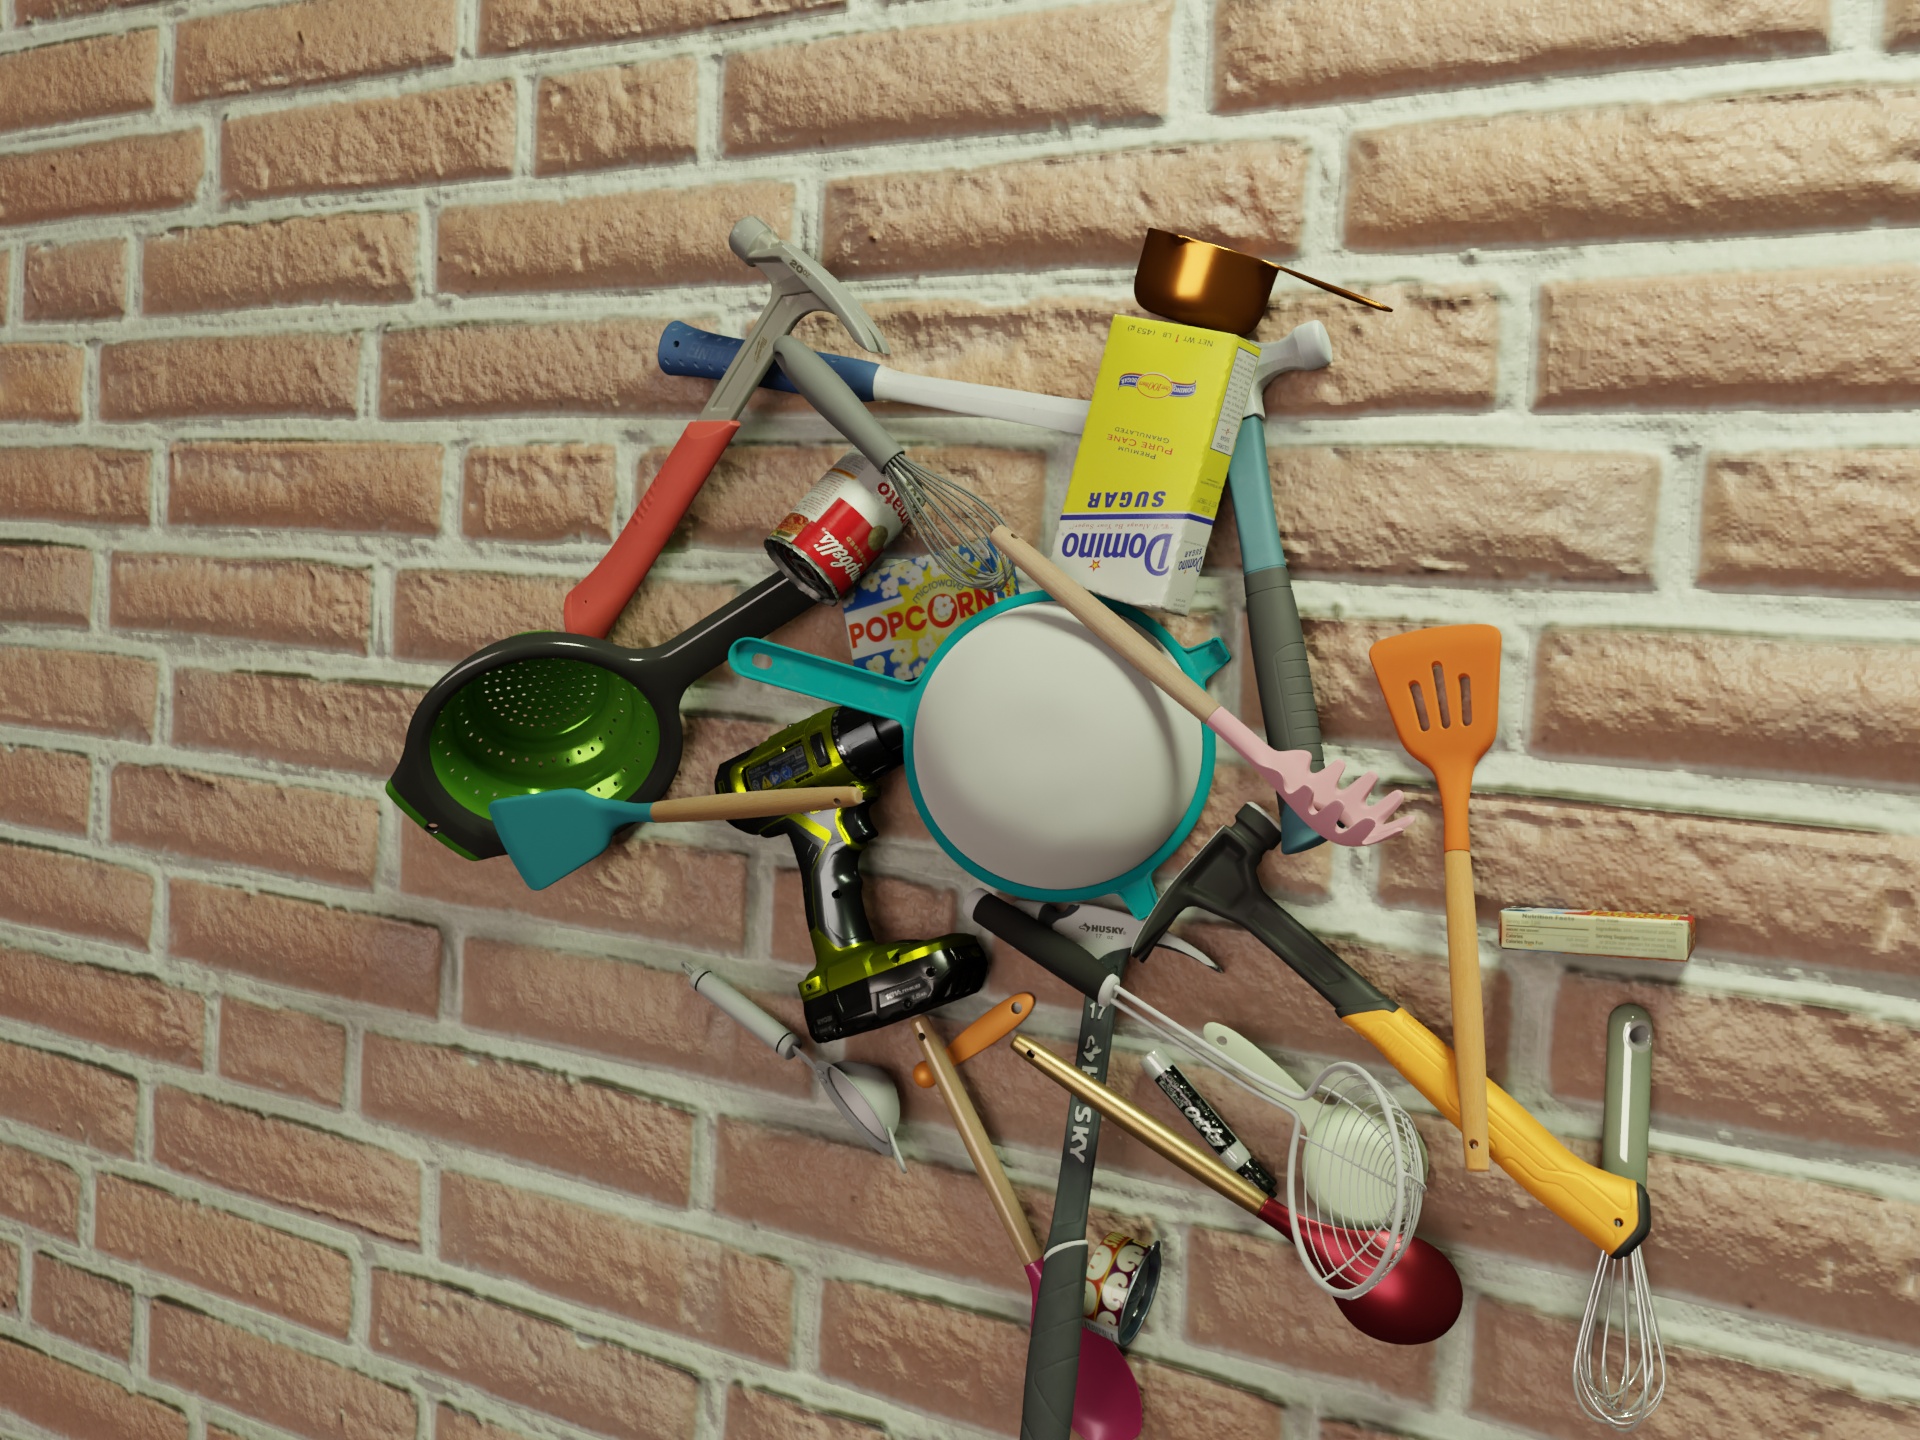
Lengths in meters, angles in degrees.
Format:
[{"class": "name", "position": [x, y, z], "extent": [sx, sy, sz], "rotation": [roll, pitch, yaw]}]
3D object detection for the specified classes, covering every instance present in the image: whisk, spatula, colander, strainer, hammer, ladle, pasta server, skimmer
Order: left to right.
[{"class": "colander", "position": [-0.254, -0.044, 1.224], "extent": [0.397, 0.204, 0.095], "rotation": [-32, 41, 8]}, {"class": "spatula", "position": [-0.207, 0.073, 1.161], "extent": [0.317, 0.044, 0.082], "rotation": [-7, 115, 32]}, {"class": "hammer", "position": [-0.197, -0.189, 1.200], "extent": [0.149, 0.036, 0.359], "rotation": [46, 117, 17]}, {"class": "strainer", "position": [-0.121, 0.245, 1.187], "extent": [0.259, 0.050, 0.086], "rotation": [30, 147, 29]}, {"class": "hammer", "position": [-0.051, -0.237, 1.153], "extent": [0.406, 0.035, 0.144], "rotation": [15, 97, 26]}, {"class": "whisk", "position": [-0.047, -0.178, 1.083], "extent": [0.239, 0.055, 0.055], "rotation": [47, 110, 9]}, {"class": "strainer", "position": [-0.002, -0.003, 1.041], "extent": [0.340, 0.095, 0.211], "rotation": [16, 89, 9]}, {"class": "hammer", "position": [0.076, 0.323, 1.029], "extent": [0.149, 0.036, 0.409], "rotation": [2, 74, 24]}, {"class": "skimmer", "position": [0.122, 0.203, 0.970], "extent": [0.364, 0.090, 0.127], "rotation": [30, 117, 33]}, {"class": "pasta server", "position": [0.139, -0.026, 0.976], "extent": [0.316, 0.060, 0.040], "rotation": [42, 123, 17]}, {"class": "ladle", "position": [0.165, 0.285, 0.987], "extent": [0.315, 0.031, 0.069], "rotation": [31, 97, 13]}, {"class": "hammer", "position": [0.197, -0.081, 1.012], "extent": [0.128, 0.033, 0.331], "rotation": [-13, 78, 28]}, {"class": "hammer", "position": [0.260, 0.198, 0.960], "extent": [0.337, 0.034, 0.127], "rotation": [41, 89, 26]}, {"class": "spatula", "position": [0.294, 0.100, 0.946], "extent": [0.081, 0.041, 0.323], "rotation": [-8, 67, 27]}, {"class": "whisk", "position": [0.386, 0.289, 0.928], "extent": [0.057, 0.059, 0.246], "rotation": [4, 88, -10]}]

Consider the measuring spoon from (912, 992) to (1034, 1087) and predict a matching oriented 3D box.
[{"class": "measuring spoon", "position": [0.008, 0.229, 1.136], "extent": [0.117, 0.011, 0.021], "rotation": [-40, 73, 21]}]

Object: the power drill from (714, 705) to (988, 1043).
[{"class": "power drill", "position": [-0.066, 0.098, 1.139], "extent": [0.190, 0.080, 0.229], "rotation": [-25, 76, 26]}]

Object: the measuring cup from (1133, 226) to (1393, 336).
[{"class": "measuring cup", "position": [0.186, -0.261, 0.996], "extent": [0.174, 0.095, 0.052], "rotation": [30, 112, 31]}]

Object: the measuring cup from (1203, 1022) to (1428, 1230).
[{"class": "measuring cup", "position": [0.216, 0.252, 0.998], "extent": [0.167, 0.038, 0.083], "rotation": [40, 109, 9]}]

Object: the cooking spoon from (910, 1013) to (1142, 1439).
[{"class": "cooking spoon", "position": [0.040, 0.352, 1.108], "extent": [0.069, 0.017, 0.319], "rotation": [-30, 81, 25]}]
